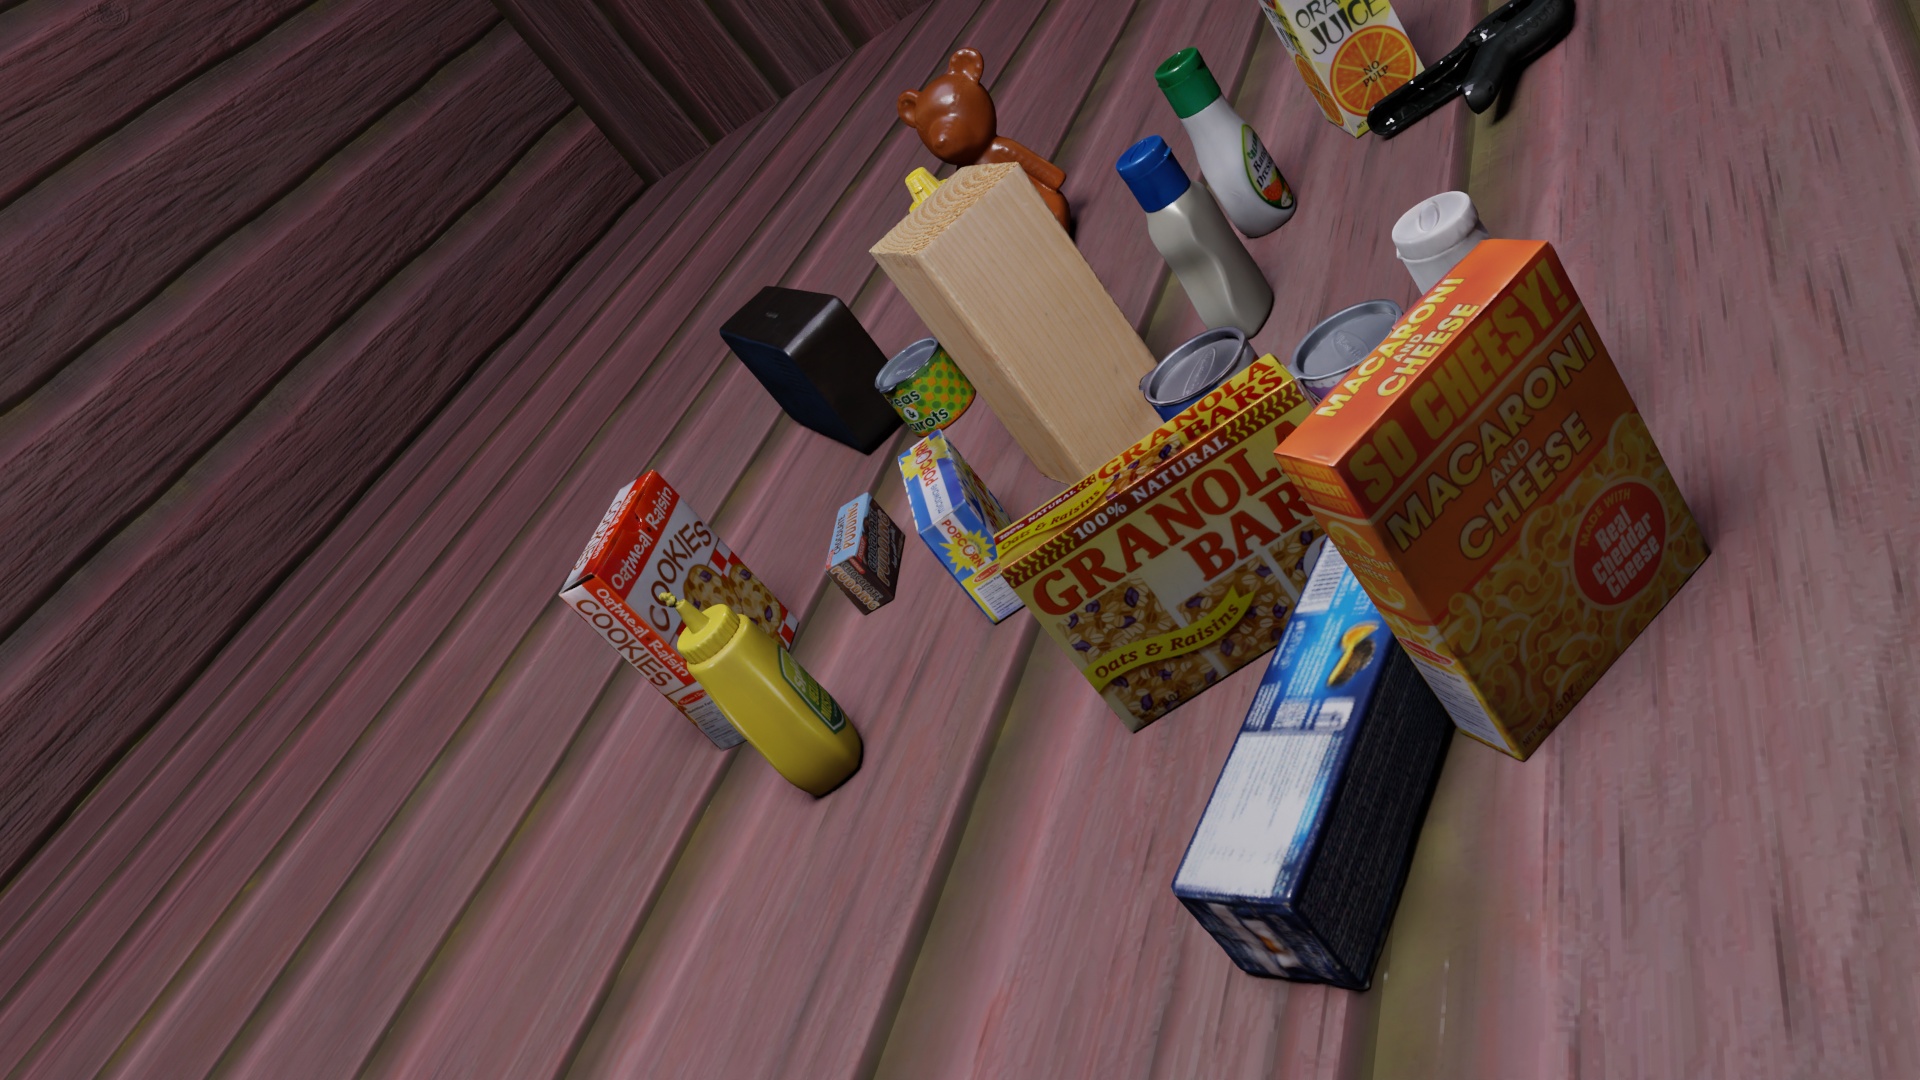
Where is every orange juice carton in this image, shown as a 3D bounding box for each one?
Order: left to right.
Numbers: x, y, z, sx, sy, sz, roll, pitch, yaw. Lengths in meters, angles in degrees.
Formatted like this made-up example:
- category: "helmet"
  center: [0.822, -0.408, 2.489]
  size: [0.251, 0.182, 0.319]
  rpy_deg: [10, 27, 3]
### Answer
- category: "orange juice carton"
  center: [0.281, -0.417, 1.075]
  size: [0.071, 0.192, 0.073]
  rpy_deg: [-34, 26, 12]

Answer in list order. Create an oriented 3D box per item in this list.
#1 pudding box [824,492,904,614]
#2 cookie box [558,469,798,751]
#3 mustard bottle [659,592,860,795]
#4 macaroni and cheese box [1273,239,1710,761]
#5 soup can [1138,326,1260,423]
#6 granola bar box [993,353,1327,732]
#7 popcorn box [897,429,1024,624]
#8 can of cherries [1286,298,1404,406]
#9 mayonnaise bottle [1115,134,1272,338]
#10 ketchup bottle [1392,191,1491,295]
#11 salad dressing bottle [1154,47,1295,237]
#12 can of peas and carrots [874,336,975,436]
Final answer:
- category: "pudding box"
  center: [-0.070, 0.009, 1.023]
  size: [0.030, 0.049, 0.084]
  rpy_deg: [-29, 27, 22]
- category: "cookie box"
  center: [-0.194, 0.048, 0.988]
  size: [0.040, 0.167, 0.123]
  rpy_deg: [-27, 28, 27]
- category: "mustard bottle"
  center: [-0.124, 0.086, 0.841]
  size: [0.049, 0.160, 0.065]
  rpy_deg: [-37, 25, 7]
- category: "macaroni and cheese box"
  center: [0.211, -0.014, 0.544]
  size: [0.124, 0.166, 0.040]
  rpy_deg: [-45, 25, -10]
- category: "soup can"
  center: [0.155, -0.072, 0.810]
  size: [0.071, 0.083, 0.072]
  rpy_deg: [-31, 26, 18]
- category: "granola bar box"
  center: [0.119, 0.004, 0.689]
  size: [0.165, 0.124, 0.039]
  rpy_deg: [-34, 26, 13]
- category: "popcorn box"
  center: [0.003, -0.011, 0.915]
  size: [0.038, 0.085, 0.127]
  rpy_deg: [-36, 25, 9]
- category: "can of cherries"
  center: [0.225, -0.090, 0.775]
  size: [0.071, 0.058, 0.072]
  rpy_deg: [-31, 27, 18]
- category: "mayonnaise bottle"
  center: [0.160, -0.206, 0.947]
  size: [0.041, 0.147, 0.065]
  rpy_deg: [-17, 34, 40]
- category: "ketchup bottle"
  center: [0.247, -0.091, 0.640]
  size: [0.043, 0.148, 0.065]
  rpy_deg: [-24, 30, 31]
- category: "salad dressing bottle"
  center: [0.199, -0.300, 1.047]
  size: [0.044, 0.147, 0.064]
  rpy_deg: [-16, 34, 41]
- category: "can of peas and carrots"
  center: [-0.030, -0.129, 1.183]
  size: [0.071, 0.058, 0.071]
  rpy_deg: [-31, 27, 18]
